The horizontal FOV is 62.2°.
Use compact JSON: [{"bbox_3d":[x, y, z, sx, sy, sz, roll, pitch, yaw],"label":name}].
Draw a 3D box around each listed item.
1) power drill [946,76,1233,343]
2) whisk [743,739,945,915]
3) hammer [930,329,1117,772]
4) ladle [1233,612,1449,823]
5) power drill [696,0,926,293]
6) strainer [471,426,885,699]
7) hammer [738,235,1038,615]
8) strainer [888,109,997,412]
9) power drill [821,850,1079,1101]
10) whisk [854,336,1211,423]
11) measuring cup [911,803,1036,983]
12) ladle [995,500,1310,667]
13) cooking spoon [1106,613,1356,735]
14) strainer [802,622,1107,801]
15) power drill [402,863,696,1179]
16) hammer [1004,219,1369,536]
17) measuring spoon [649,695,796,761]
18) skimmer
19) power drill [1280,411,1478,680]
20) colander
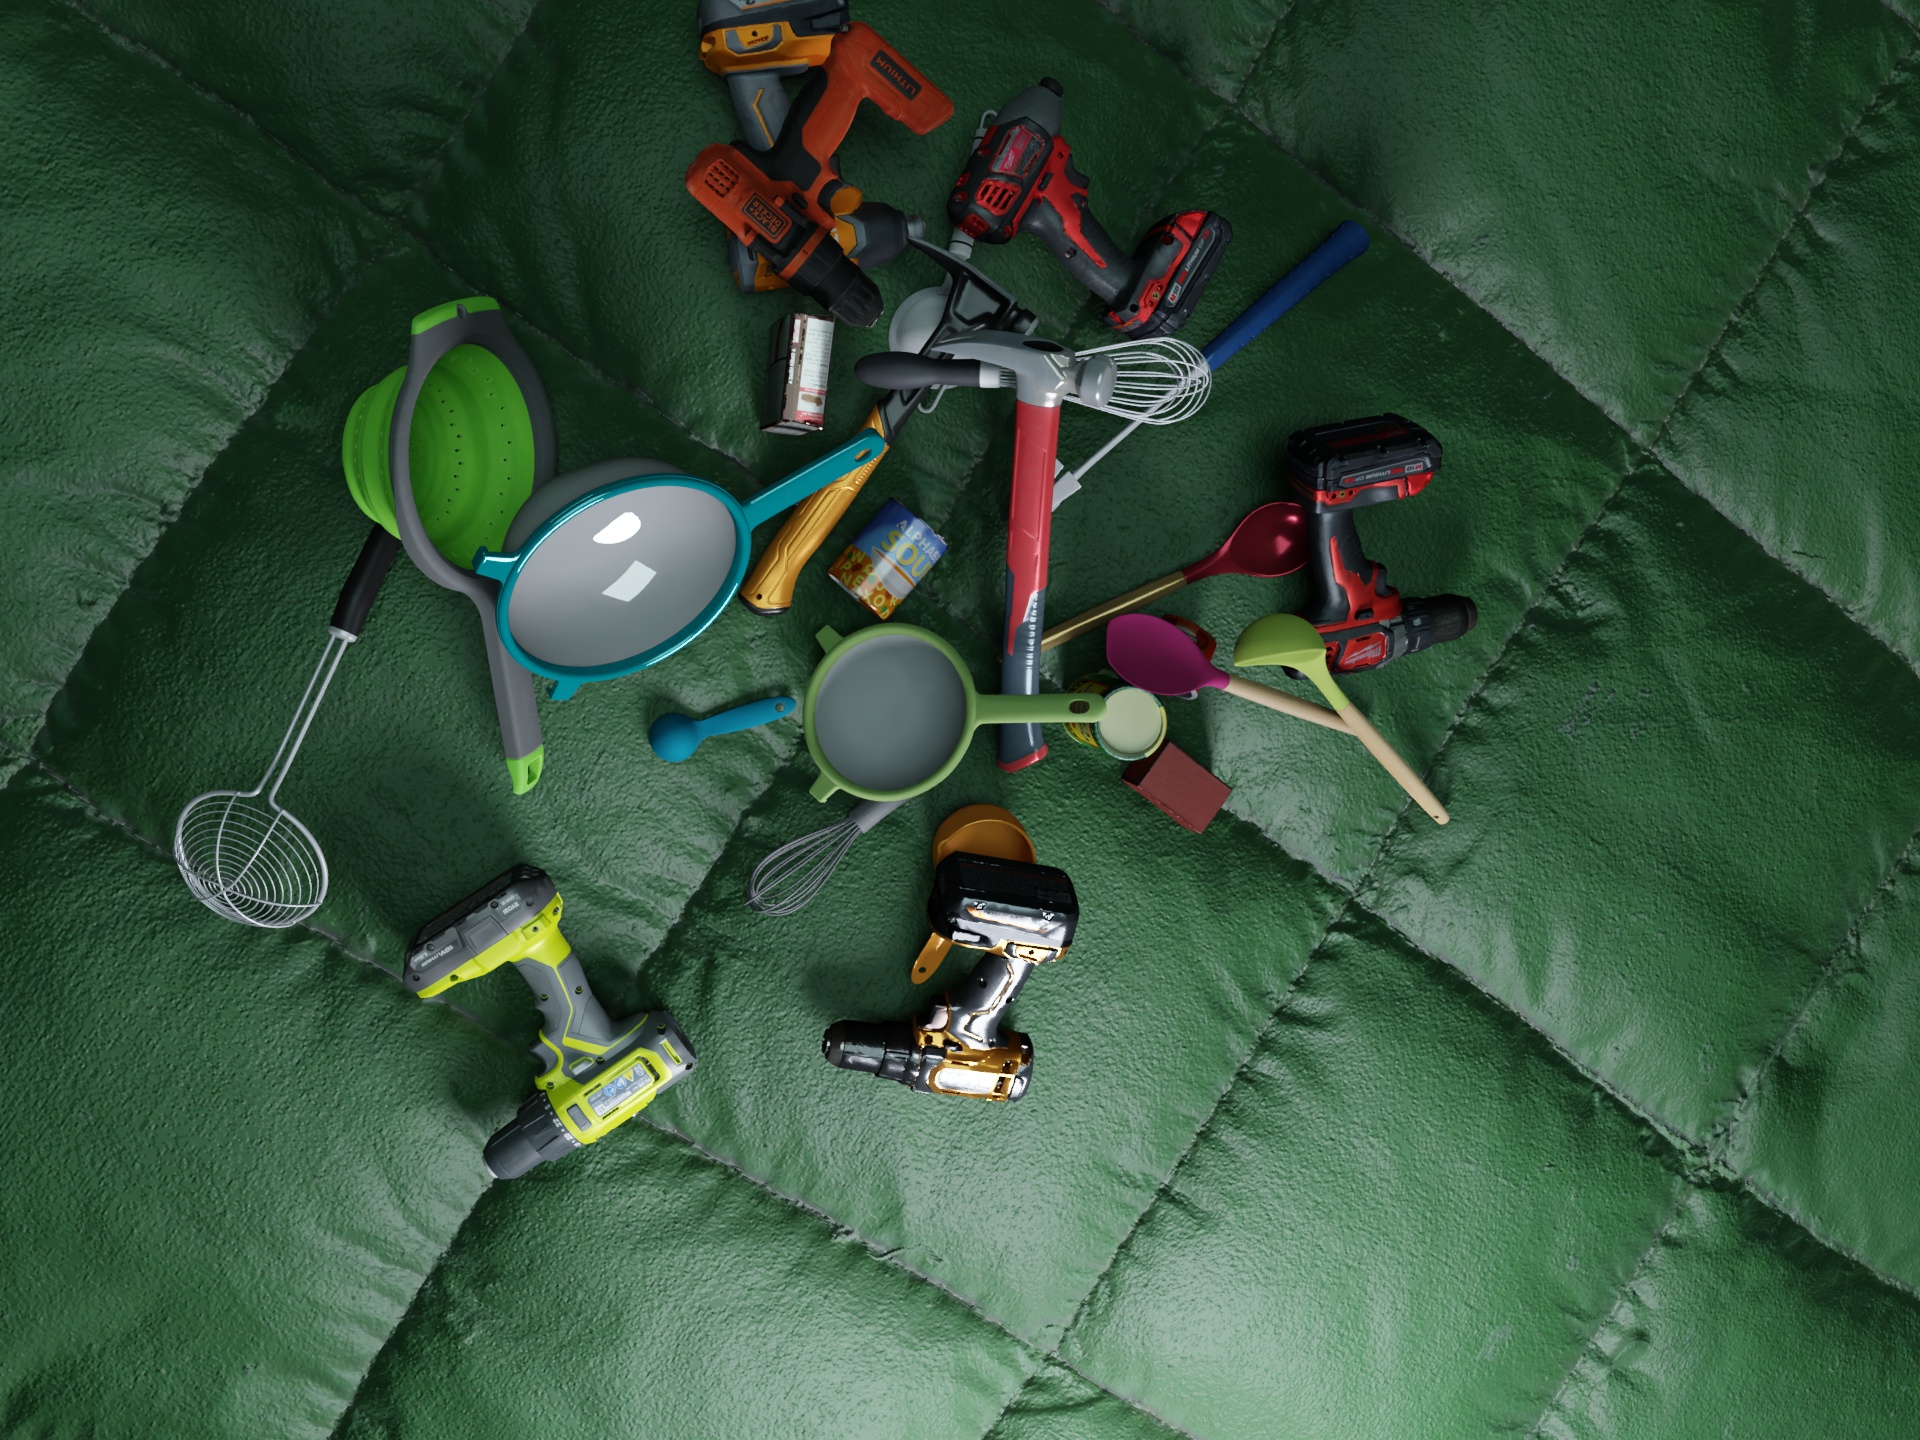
[{"bbox_3d":[0.109,-0.426,1.329,0.219,0.078,0.143,30,84,-17],"label":"power drill"},{"bbox_3d":[-0.089,0.087,1.371,0.239,0.055,0.055,-39,102,-10],"label":"whisk"},{"bbox_3d":[0.040,-0.125,1.299,0.143,0.038,0.386,17,127,19],"label":"hammer"},{"bbox_3d":[0.350,0.011,1.413,0.319,0.078,0.062,42,55,-31],"label":"ladle"},{"bbox_3d":[-0.121,-0.473,1.290,0.164,0.084,0.226,-11,102,-11],"label":"power drill"},{"bbox_3d":[-0.225,-0.168,1.265,0.340,0.210,0.095,-31,60,-12],"label":"strainer"},{"bbox_3d":[-0.084,-0.232,1.317,0.127,0.034,0.337,36,98,-4],"label":"hammer"},{"bbox_3d":[-0.004,-0.391,1.343,0.087,0.050,0.258,13,90,2],"label":"strainer"},{"bbox_3d":[-0.009,0.225,1.360,0.185,0.084,0.226,10,118,-13],"label":"power drill"},{"bbox_3d":[0.056,-0.276,1.264,0.284,0.070,0.070,4,95,6],"label":"whisk"},{"bbox_3d":[-0.002,0.151,1.398,0.095,0.052,0.173,25,107,-17],"label":"measuring cup"},{"bbox_3d":[0.176,-0.115,1.414,0.315,0.031,0.069,-24,109,-6],"label":"ladle"},{"bbox_3d":[0.249,-0.028,1.393,0.318,0.017,0.069,16,67,-31],"label":"cooking spoon"},{"bbox_3d":[-0.002,-0.004,1.340,0.256,0.069,0.151,-1,80,12],"label":"strainer"},{"bbox_3d":[-0.357,0.254,1.320,0.190,0.080,0.228,-34,104,-7],"label":"power drill"},{"bbox_3d":[0.201,-0.298,1.360,0.405,0.144,0.035,-41,88,-12],"label":"hammer"},{"bbox_3d":[-0.201,0.003,1.351,0.128,0.021,0.042,-17,99,-8],"label":"measuring spoon"},{"bbox_3d":[-0.517,-0.009,1.282,0.127,0.090,0.363,22,81,-2],"label":"skimmer"},{"bbox_3d":[0.371,-0.149,1.399,0.188,0.080,0.226,-12,121,-10],"label":"power drill"},{"bbox_3d":[-0.401,-0.128,1.255,0.094,0.204,0.396,5,114,18],"label":"colander"}]
